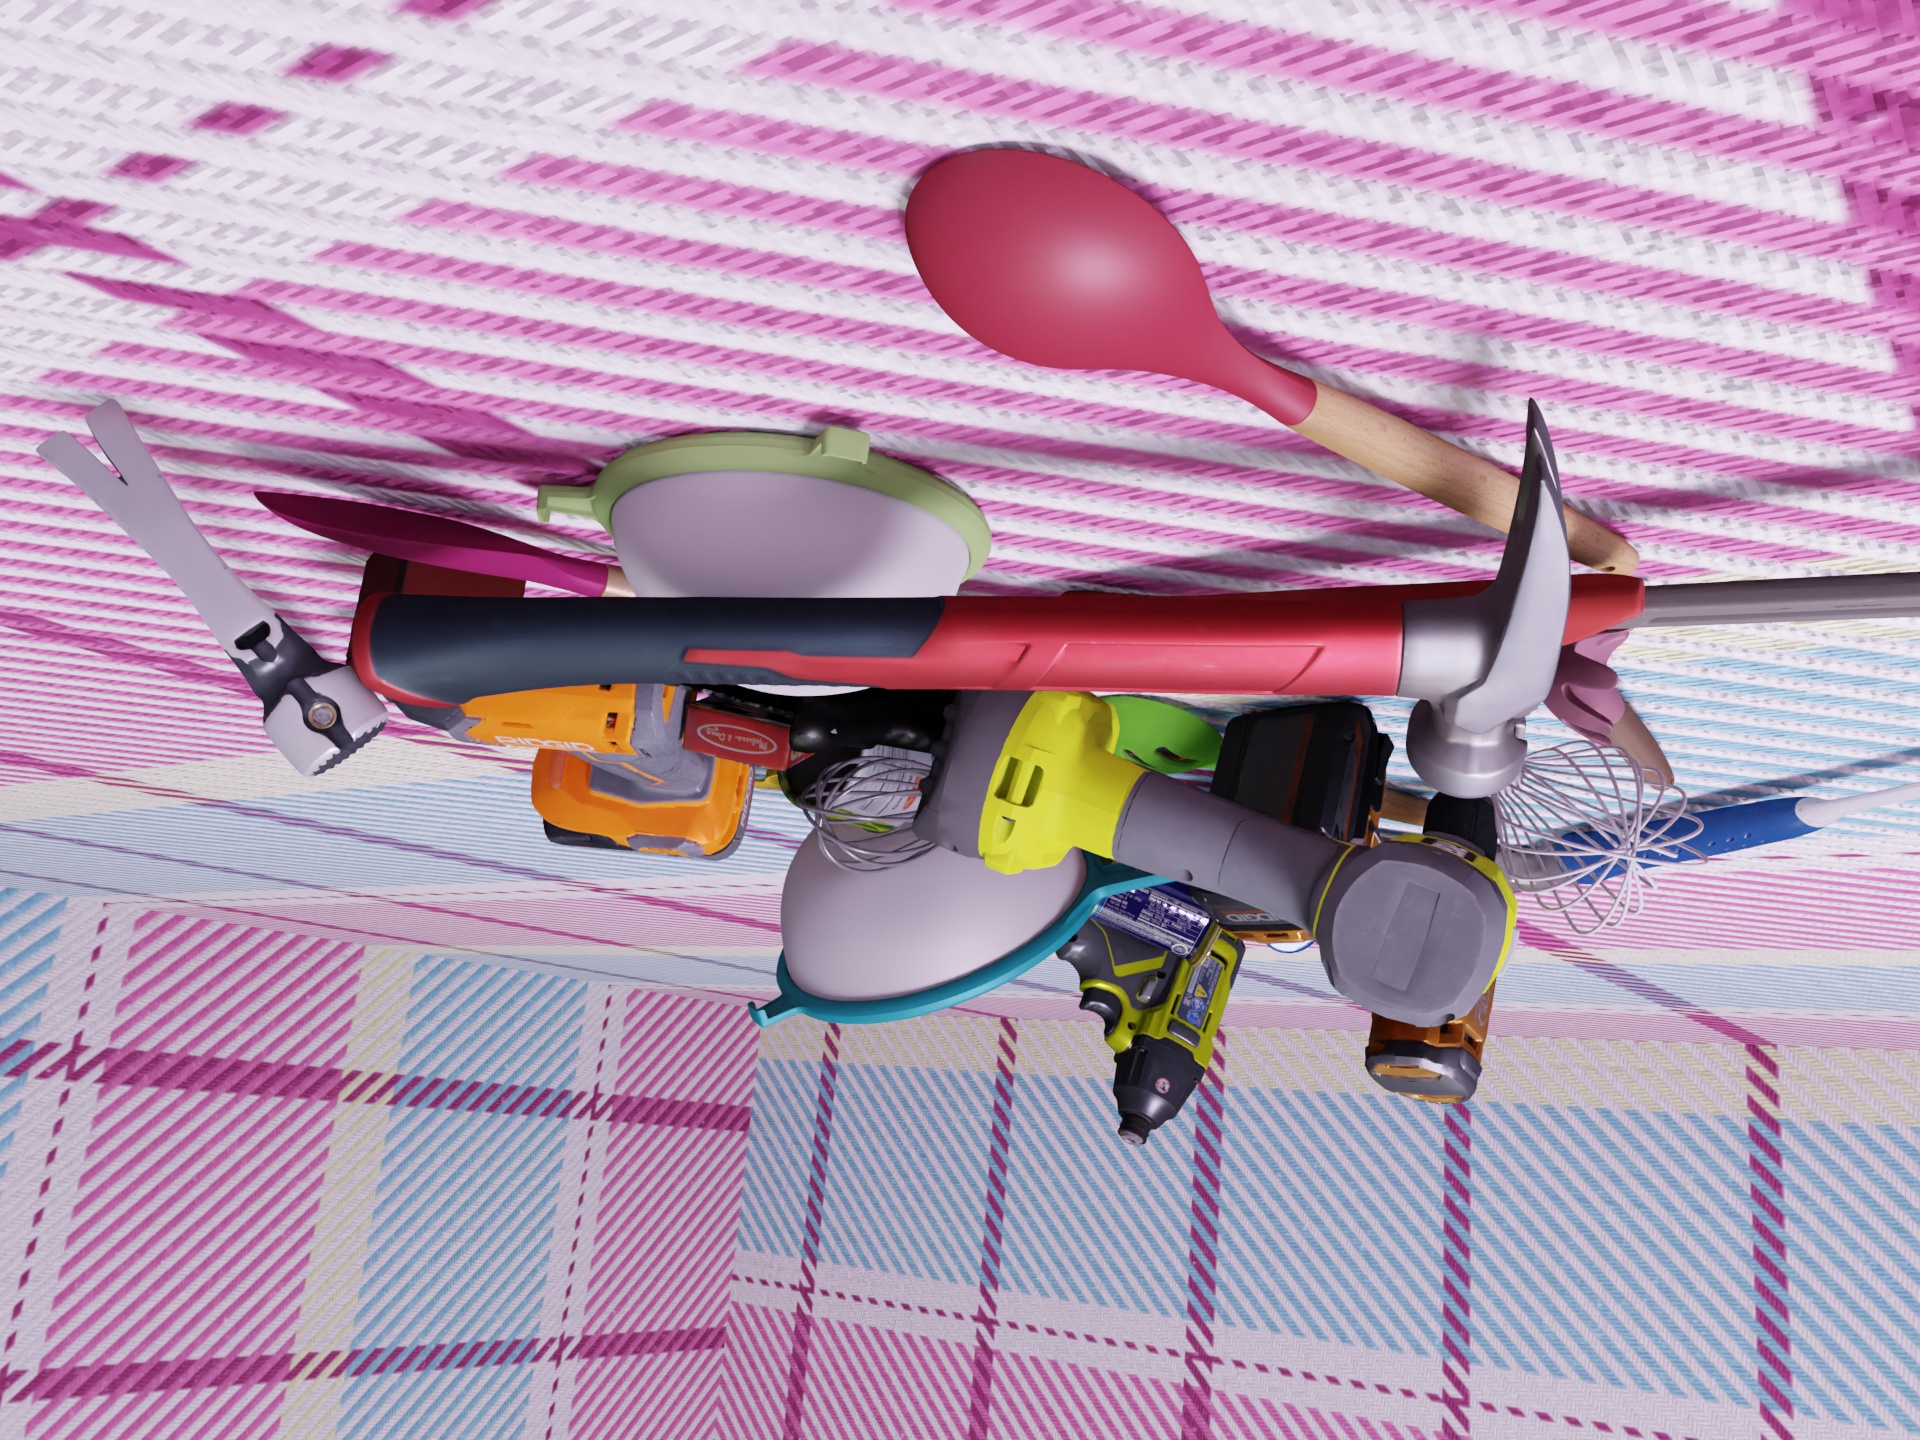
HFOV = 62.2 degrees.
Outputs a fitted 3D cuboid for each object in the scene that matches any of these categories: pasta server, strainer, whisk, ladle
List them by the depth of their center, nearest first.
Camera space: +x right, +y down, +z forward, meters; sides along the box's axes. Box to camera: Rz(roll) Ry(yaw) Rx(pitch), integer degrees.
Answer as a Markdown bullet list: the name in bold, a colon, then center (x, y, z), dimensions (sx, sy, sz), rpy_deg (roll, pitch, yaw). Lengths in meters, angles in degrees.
- **ladle**: center (0.114, -0.086, 0.469), dimensions (0.315, 0.031, 0.069), rpy_deg (14, 161, -37)
- **strainer**: center (-0.038, -0.032, 0.638), dimensions (0.151, 0.069, 0.256), rpy_deg (-4, 161, 32)
- **whisk**: center (0.232, 0.026, 0.666), dimensions (0.070, 0.070, 0.284), rpy_deg (4, -172, 3)
- **pasta server**: center (0.304, 0.002, 0.719), dimensions (0.040, 0.060, 0.316), rpy_deg (18, 178, 33)
- **whisk**: center (0.012, 0.038, 0.771), dimensions (0.055, 0.055, 0.239), rpy_deg (-7, 178, 40)
- **strainer**: center (0.032, 0.071, 0.940), dimensions (0.340, 0.095, 0.211), rpy_deg (-14, -161, 20)

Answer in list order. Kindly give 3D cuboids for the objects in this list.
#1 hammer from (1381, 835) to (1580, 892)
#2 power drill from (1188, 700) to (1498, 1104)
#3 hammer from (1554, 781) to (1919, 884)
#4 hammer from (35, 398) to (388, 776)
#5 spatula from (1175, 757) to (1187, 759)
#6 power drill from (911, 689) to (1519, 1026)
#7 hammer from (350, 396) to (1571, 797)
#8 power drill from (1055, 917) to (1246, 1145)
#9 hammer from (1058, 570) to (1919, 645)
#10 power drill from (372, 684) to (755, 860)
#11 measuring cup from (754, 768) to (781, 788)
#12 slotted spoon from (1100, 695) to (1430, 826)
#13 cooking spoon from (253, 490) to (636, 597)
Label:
- **hammer**: center (0.246, 0.083, 1.065), dimensions (0.331, 0.031, 0.130), rpy_deg (9, 164, -15)
- **power drill**: center (0.223, 0.076, 0.844), dimensions (0.084, 0.185, 0.226), rpy_deg (-9, 141, 42)
- **hammer**: center (0.453, 0.045, 0.837), dimensions (0.144, 0.035, 0.405), rpy_deg (9, 165, -15)
- **hammer**: center (-0.308, -0.029, 0.719), dimensions (0.149, 0.036, 0.409), rpy_deg (52, 164, -6)
- **spatula**: center (-0.001, -0.003, 0.840), dimensions (0.322, 0.041, 0.081), rpy_deg (22, 160, -37)
- **power drill**: center (0.113, 0.050, 0.652), dimensions (0.228, 0.080, 0.190), rpy_deg (20, -175, 20)
- **hammer**: center (-0.016, -0.034, 0.500), dimensions (0.386, 0.038, 0.143), rpy_deg (1, 143, 10)
- **power drill**: center (0.077, 0.175, 1.105), dimensions (0.223, 0.171, 0.080), rpy_deg (30, 149, -6)
- **hammer**: center (0.182, -0.038, 0.543), dimensions (0.359, 0.037, 0.149), rpy_deg (0, 170, 37)
- **power drill**: center (-0.203, 0.007, 0.835), dimensions (0.164, 0.084, 0.226), rpy_deg (5, 162, 7)
- **measuring cup**: center (-0.133, 0.026, 0.986), dimensions (0.156, 0.029, 0.062), rpy_deg (1, 165, 26)
- **slotted spoon**: center (0.193, 0.034, 0.906), dimensions (0.313, 0.031, 0.070), rpy_deg (14, 158, -36)
- **cooking spoon**: center (-0.127, -0.052, 0.666), dimensions (0.318, 0.017, 0.069), rpy_deg (11, -169, -35)
